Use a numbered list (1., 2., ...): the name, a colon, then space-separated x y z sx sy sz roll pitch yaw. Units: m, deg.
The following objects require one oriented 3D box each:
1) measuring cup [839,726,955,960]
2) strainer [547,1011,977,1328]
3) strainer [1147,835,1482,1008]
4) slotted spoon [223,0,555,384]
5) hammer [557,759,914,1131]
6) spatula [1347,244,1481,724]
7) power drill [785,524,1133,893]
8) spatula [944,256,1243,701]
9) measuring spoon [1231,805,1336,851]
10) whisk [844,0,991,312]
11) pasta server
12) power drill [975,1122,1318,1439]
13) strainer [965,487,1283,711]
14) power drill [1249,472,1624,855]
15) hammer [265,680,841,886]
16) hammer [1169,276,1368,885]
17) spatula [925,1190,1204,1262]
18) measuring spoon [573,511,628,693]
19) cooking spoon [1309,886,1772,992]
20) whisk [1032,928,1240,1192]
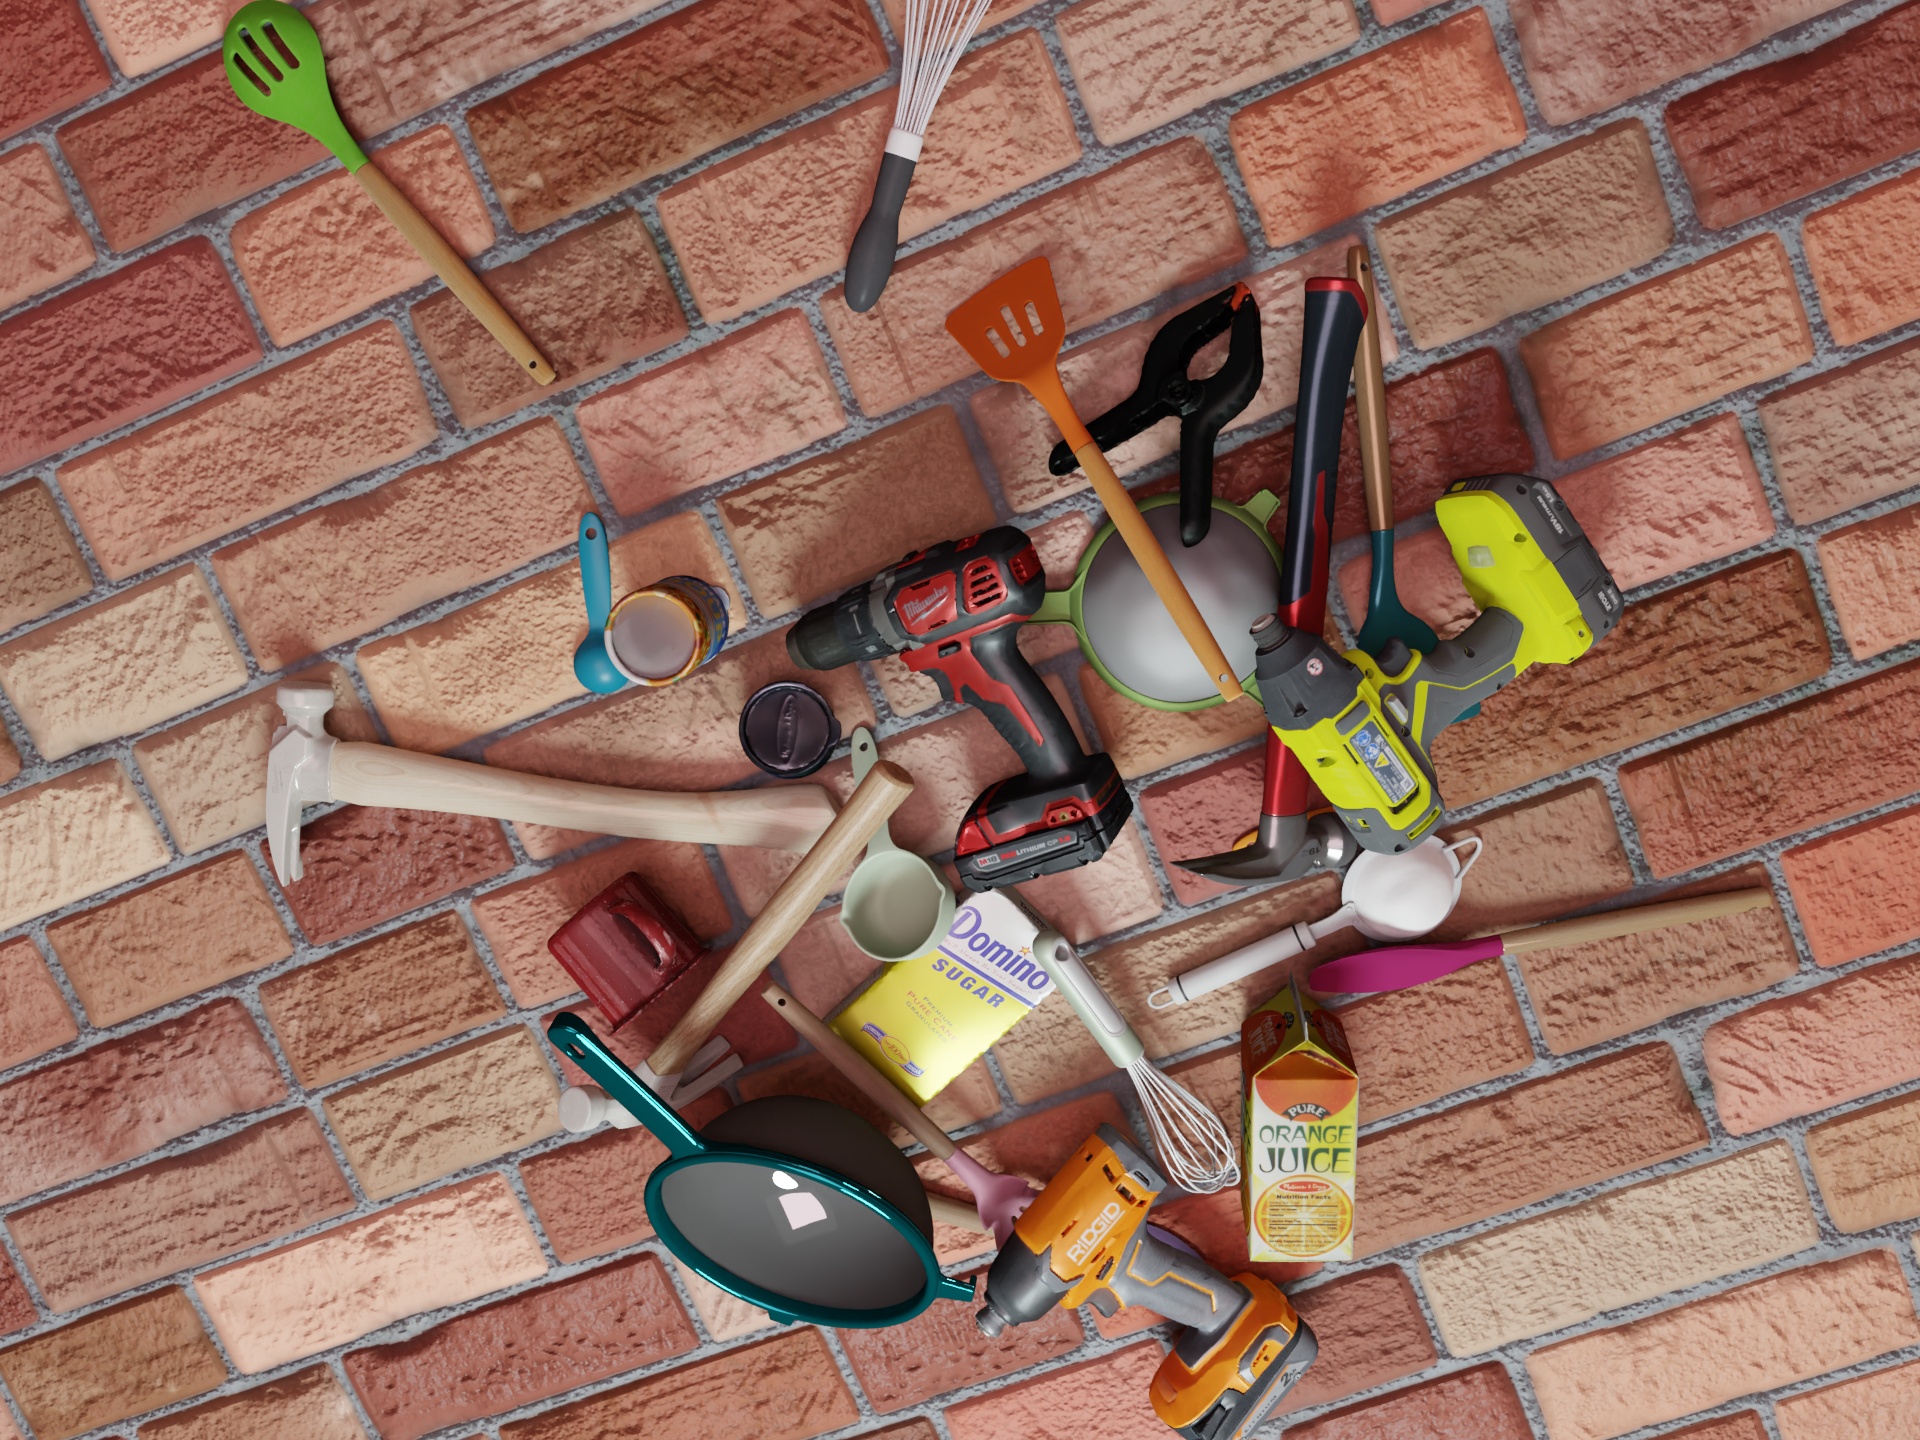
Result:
1. measuring cup: -0.048 0.086 1.111 0.083 0.038 0.168 -19 71 21
2. strainer: -0.143 0.283 1.081 0.211 0.095 0.340 -22 120 34
3. strainer: 0.249 0.149 1.111 0.258 0.050 0.086 -26 113 12
4. slotted spoon: -0.381 -0.350 1.066 0.070 0.031 0.313 -39 97 12
5. hammer: -0.138 0.157 1.086 0.031 0.130 0.331 47 108 27
6. spatula: 0.283 -0.152 1.046 0.082 0.044 0.317 -11 99 -18
7. power drill: -0.002 -0.003 1.063 0.188 0.080 0.226 -18 104 28
8. spatula: 0.094 -0.153 1.017 0.081 0.041 0.323 -32 82 12
9. measuring spoon: 0.245 0.074 1.108 0.117 0.011 0.021 -20 99 8
10. whisk: -0.026 -0.401 1.018 0.070 0.070 0.284 18 107 1
11. pasta server: -0.024 0.289 1.115 0.060 0.040 0.316 -46 108 -8
12. power drill: 0.125 0.413 1.117 0.164 0.084 0.226 -47 105 -7
13. strainer: 0.096 -0.074 1.061 0.256 0.069 0.151 -2 101 3
14. power drill: 0.294 -0.049 1.001 0.223 0.080 0.171 -41 105 -12
15. hammer: -0.287 0.067 1.131 0.410 0.038 0.146 7 98 2
16. hammer: 0.209 -0.085 1.017 0.143 0.038 0.386 -5 104 -34
17. spatula: 0.028 0.373 1.180 0.316 0.018 0.060 16 91 0
18. measuring spoon: -0.256 -0.080 1.110 0.042 0.021 0.128 -1 102 4
19. cooking spoon: 0.399 0.151 1.102 0.319 0.068 0.017 -11 56 3
20. whisk: 0.123 0.240 1.113 0.058 0.059 0.246 -47 110 -31
